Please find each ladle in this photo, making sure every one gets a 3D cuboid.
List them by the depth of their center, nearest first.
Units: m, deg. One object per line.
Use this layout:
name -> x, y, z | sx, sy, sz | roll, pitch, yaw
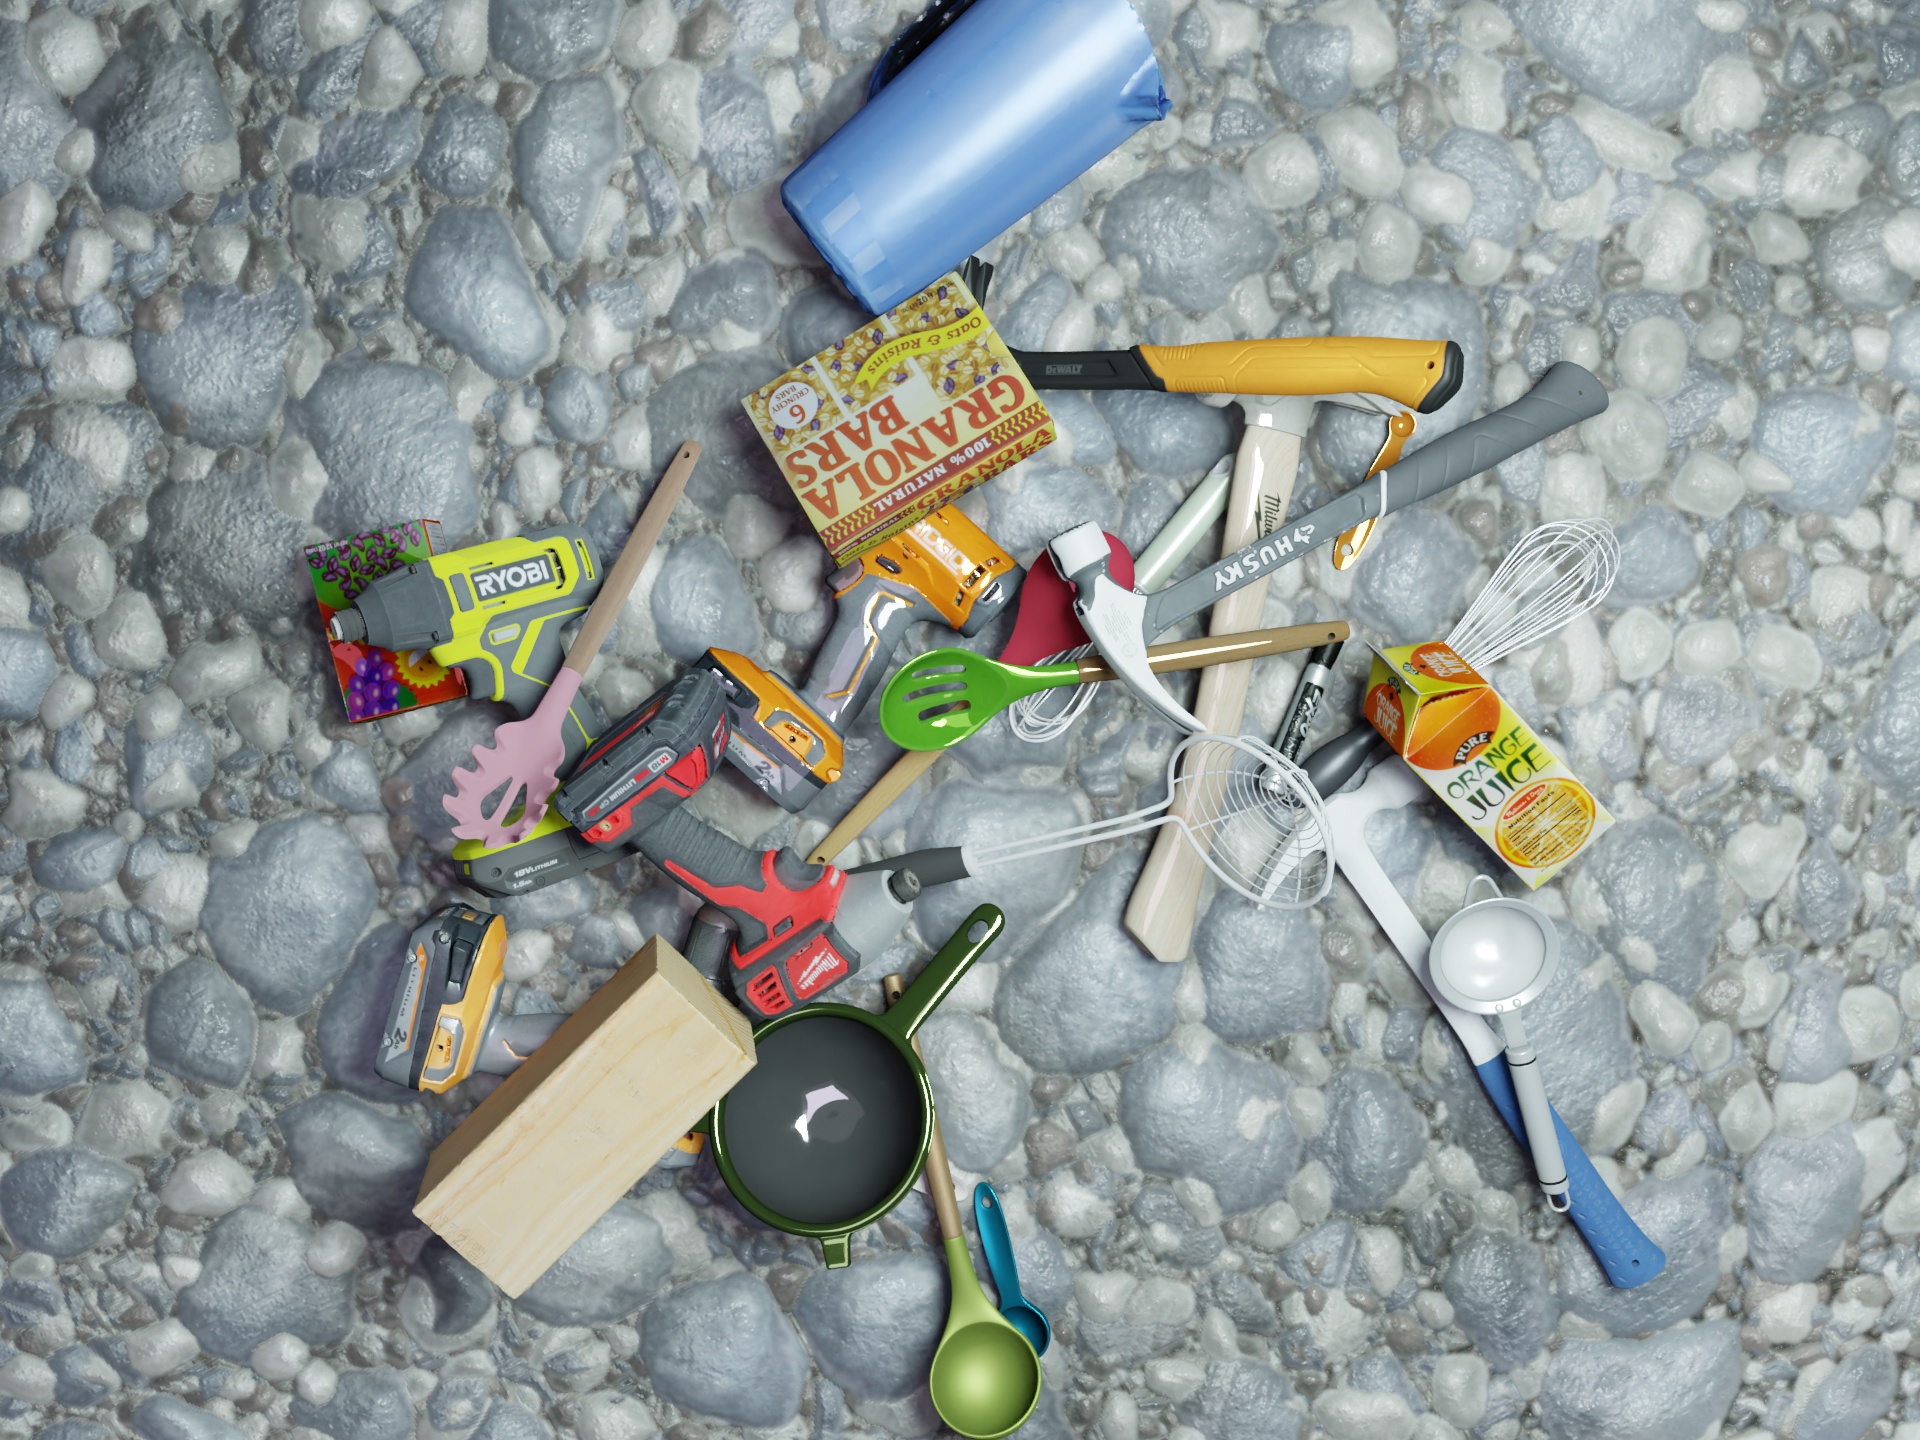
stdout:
ladle -> -0.002, -0.003, 1.064 | 0.069, 0.031, 0.315 | 40, 108, -12
ladle -> -0.011, 0.333, 1.098 | 0.078, 0.062, 0.320 | -13, 88, -2

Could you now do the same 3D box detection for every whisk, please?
whisk -> 0.117, -0.084, 1.087 | 0.246, 0.058, 0.059 | -50, 128, 0
whisk -> 0.333, -0.036, 1.087 | 0.284, 0.070, 0.070 | -42, 94, 7

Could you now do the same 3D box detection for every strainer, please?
strainer -> 0.374, 0.217, 1.075 | 0.087, 0.050, 0.258 | -16, 100, 6
strainer -> -0.055, 0.230, 1.081 | 0.151, 0.069, 0.256 | 38, 79, 16

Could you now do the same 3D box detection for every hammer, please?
hammer -> 0.144, -0.230, 1.003 | 0.337, 0.034, 0.127 | 7, 94, 28
hammer -> 0.259, -0.134, 1.031 | 0.409, 0.036, 0.149 | -27, 93, -15
hammer -> 0.189, -0.034, 1.082 | 0.146, 0.038, 0.410 | 8, 99, -23
hammer -> 0.359, 0.228, 1.113 | 0.144, 0.035, 0.405 | -35, 94, 2

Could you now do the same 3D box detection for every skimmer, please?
skimmer -> 0.058, 0.092, 1.027 | 0.363, 0.090, 0.127 | -14, 114, 17

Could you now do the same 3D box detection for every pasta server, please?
pasta server -> -0.238, -0.056, 1.023 | 0.060, 0.040, 0.316 | 24, 68, -2

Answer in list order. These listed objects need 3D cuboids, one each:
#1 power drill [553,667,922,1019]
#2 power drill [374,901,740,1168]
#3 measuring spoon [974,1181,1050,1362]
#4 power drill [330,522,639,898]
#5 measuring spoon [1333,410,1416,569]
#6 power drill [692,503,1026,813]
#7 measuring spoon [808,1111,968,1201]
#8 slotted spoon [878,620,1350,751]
power drill -> -0.134, 0.082, 1.007 | 0.143, 0.079, 0.219 | -34, 108, 22
power drill -> -0.260, 0.189, 1.083 | 0.226, 0.084, 0.185 | 17, 94, -6
measuring spoon -> 0.035, 0.390, 1.133 | 0.042, 0.021, 0.128 | -17, 85, 19
power drill -> -0.298, -0.004, 1.044 | 0.171, 0.080, 0.223 | -20, 96, -30
measuring spoon -> 0.284, -0.159, 1.099 | 0.021, 0.011, 0.117 | 22, 97, -7
power drill -> -0.088, -0.068, 1.067 | 0.164, 0.084, 0.226 | 42, 88, -3
measuring spoon -> -0.051, 0.312, 1.127 | 0.124, 0.018, 0.034 | 27, 82, -9
slotted spoon -> 0.100, -0.034, 1.029 | 0.313, 0.031, 0.070 | -9, 117, -6
